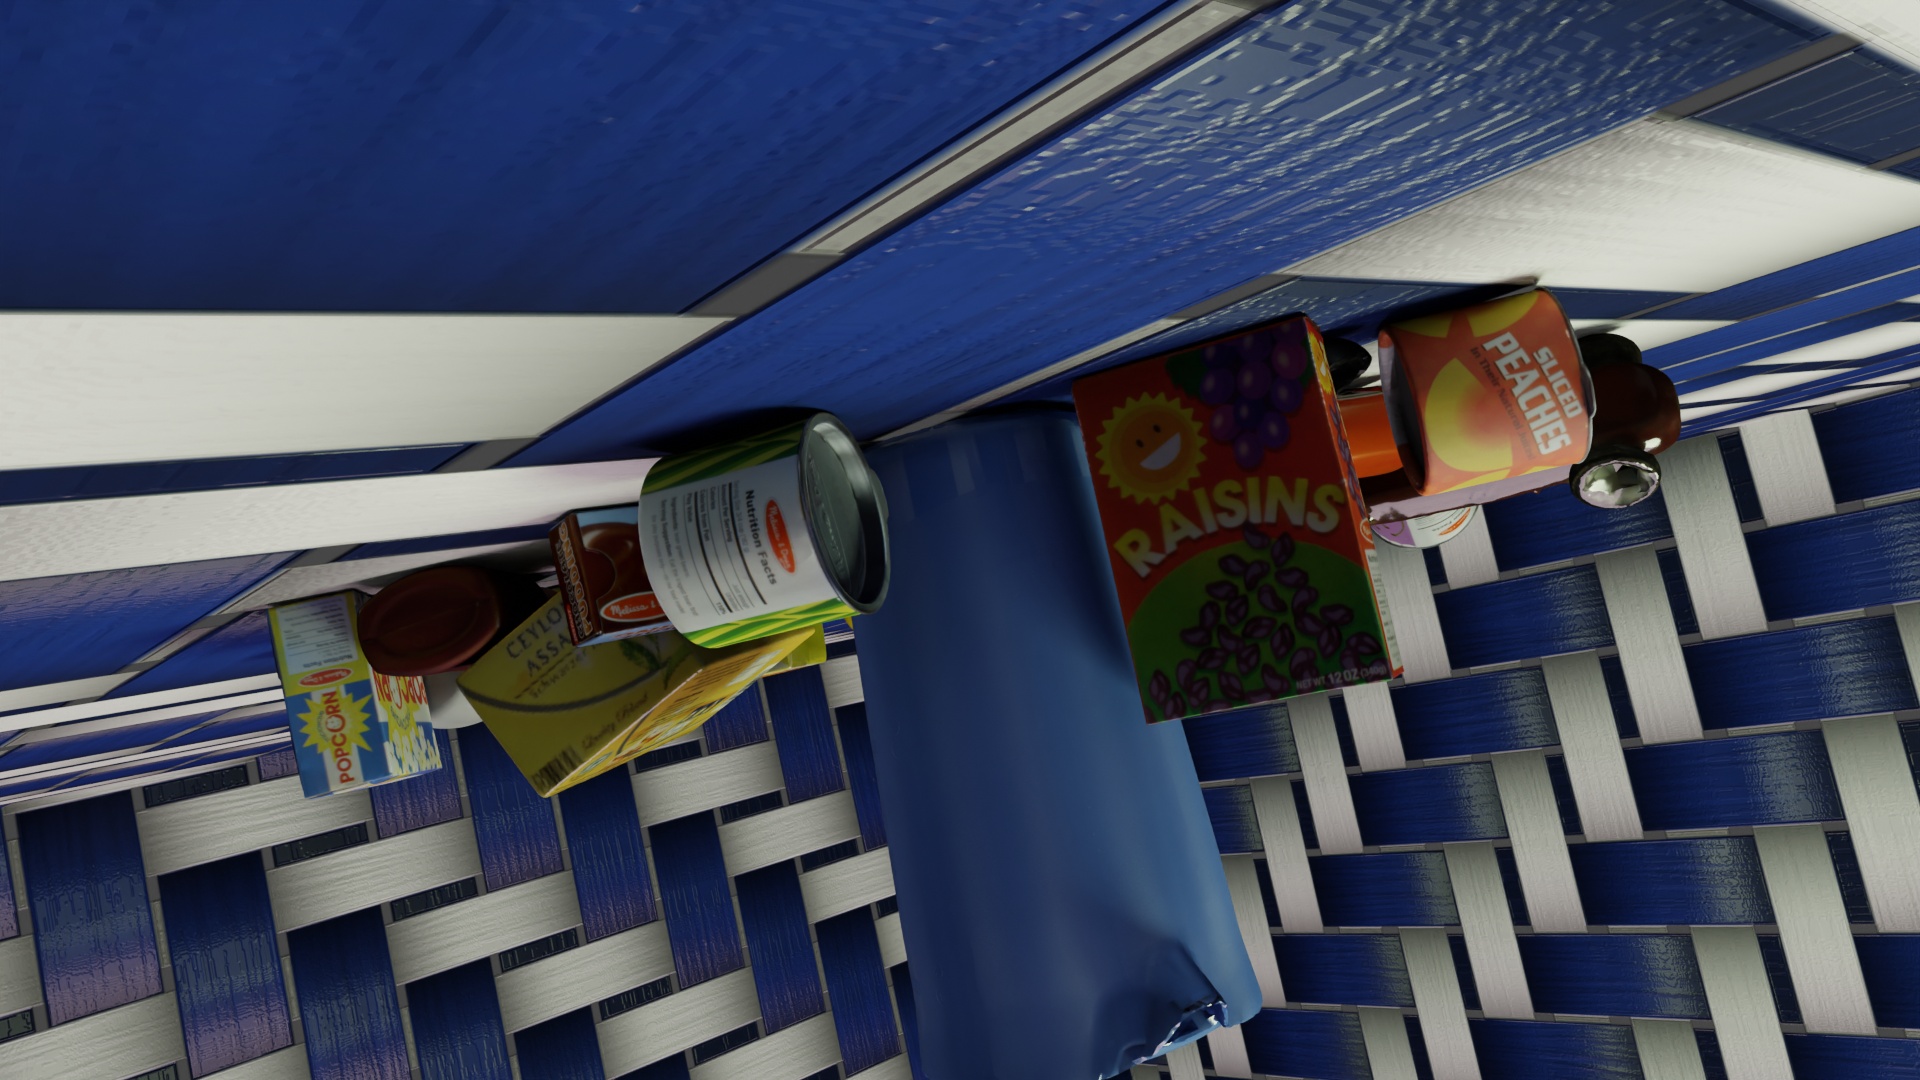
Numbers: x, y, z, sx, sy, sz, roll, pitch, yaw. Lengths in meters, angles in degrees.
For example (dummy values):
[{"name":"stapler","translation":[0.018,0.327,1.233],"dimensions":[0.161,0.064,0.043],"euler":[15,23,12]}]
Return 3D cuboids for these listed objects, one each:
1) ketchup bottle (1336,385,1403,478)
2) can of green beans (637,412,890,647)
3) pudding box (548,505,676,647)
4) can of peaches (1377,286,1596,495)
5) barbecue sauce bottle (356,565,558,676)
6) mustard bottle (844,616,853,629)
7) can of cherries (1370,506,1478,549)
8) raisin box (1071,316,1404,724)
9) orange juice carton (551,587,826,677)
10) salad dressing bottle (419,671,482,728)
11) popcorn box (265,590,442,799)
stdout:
[{"name":"ketchup bottle","translation":[0.142,-0.043,0.648],"dimensions":[0.149,0.043,0.064],"euler":[-10,180,-28]},{"name":"can of green beans","translation":[-0.062,-0.002,0.448],"dimensions":[0.058,0.071,0.071],"euler":[-14,175,17]},{"name":"pudding box","translation":[-0.117,0.010,0.556],"dimensions":[0.084,0.049,0.030],"euler":[-9,171,-39]},{"name":"can of peaches","translation":[0.190,-0.053,0.507],"dimensions":[0.058,0.071,0.071],"euler":[-13,175,9]},{"name":"barbecue sauce bottle","translation":[-0.222,0.038,0.655],"dimensions":[0.065,0.043,0.148],"euler":[-20,176,0]},{"name":"mustard bottle","translation":[-0.033,0.039,0.866],"dimensions":[0.049,0.065,0.160],"euler":[-11,159,13]},{"name":"can of cherries","translation":[0.250,-0.038,0.778],"dimensions":[0.071,0.072,0.058],"euler":[-15,148,23]},{"name":"raisin box","translation":[0.095,-0.006,0.479],"dimensions":[0.086,0.123,0.040],"euler":[-15,173,22]},{"name":"orange juice carton","translation":[-0.181,0.055,0.790],"dimensions":[0.193,0.073,0.072],"euler":[-13,175,9]},{"name":"salad dressing bottle","translation":[-0.305,0.071,0.759],"dimensions":[0.147,0.064,0.044],"euler":[-6,160,27]},{"name":"popcorn box","translation":[-0.281,0.073,0.653],"dimensions":[0.038,0.085,0.126],"euler":[-13,175,-12]}]
